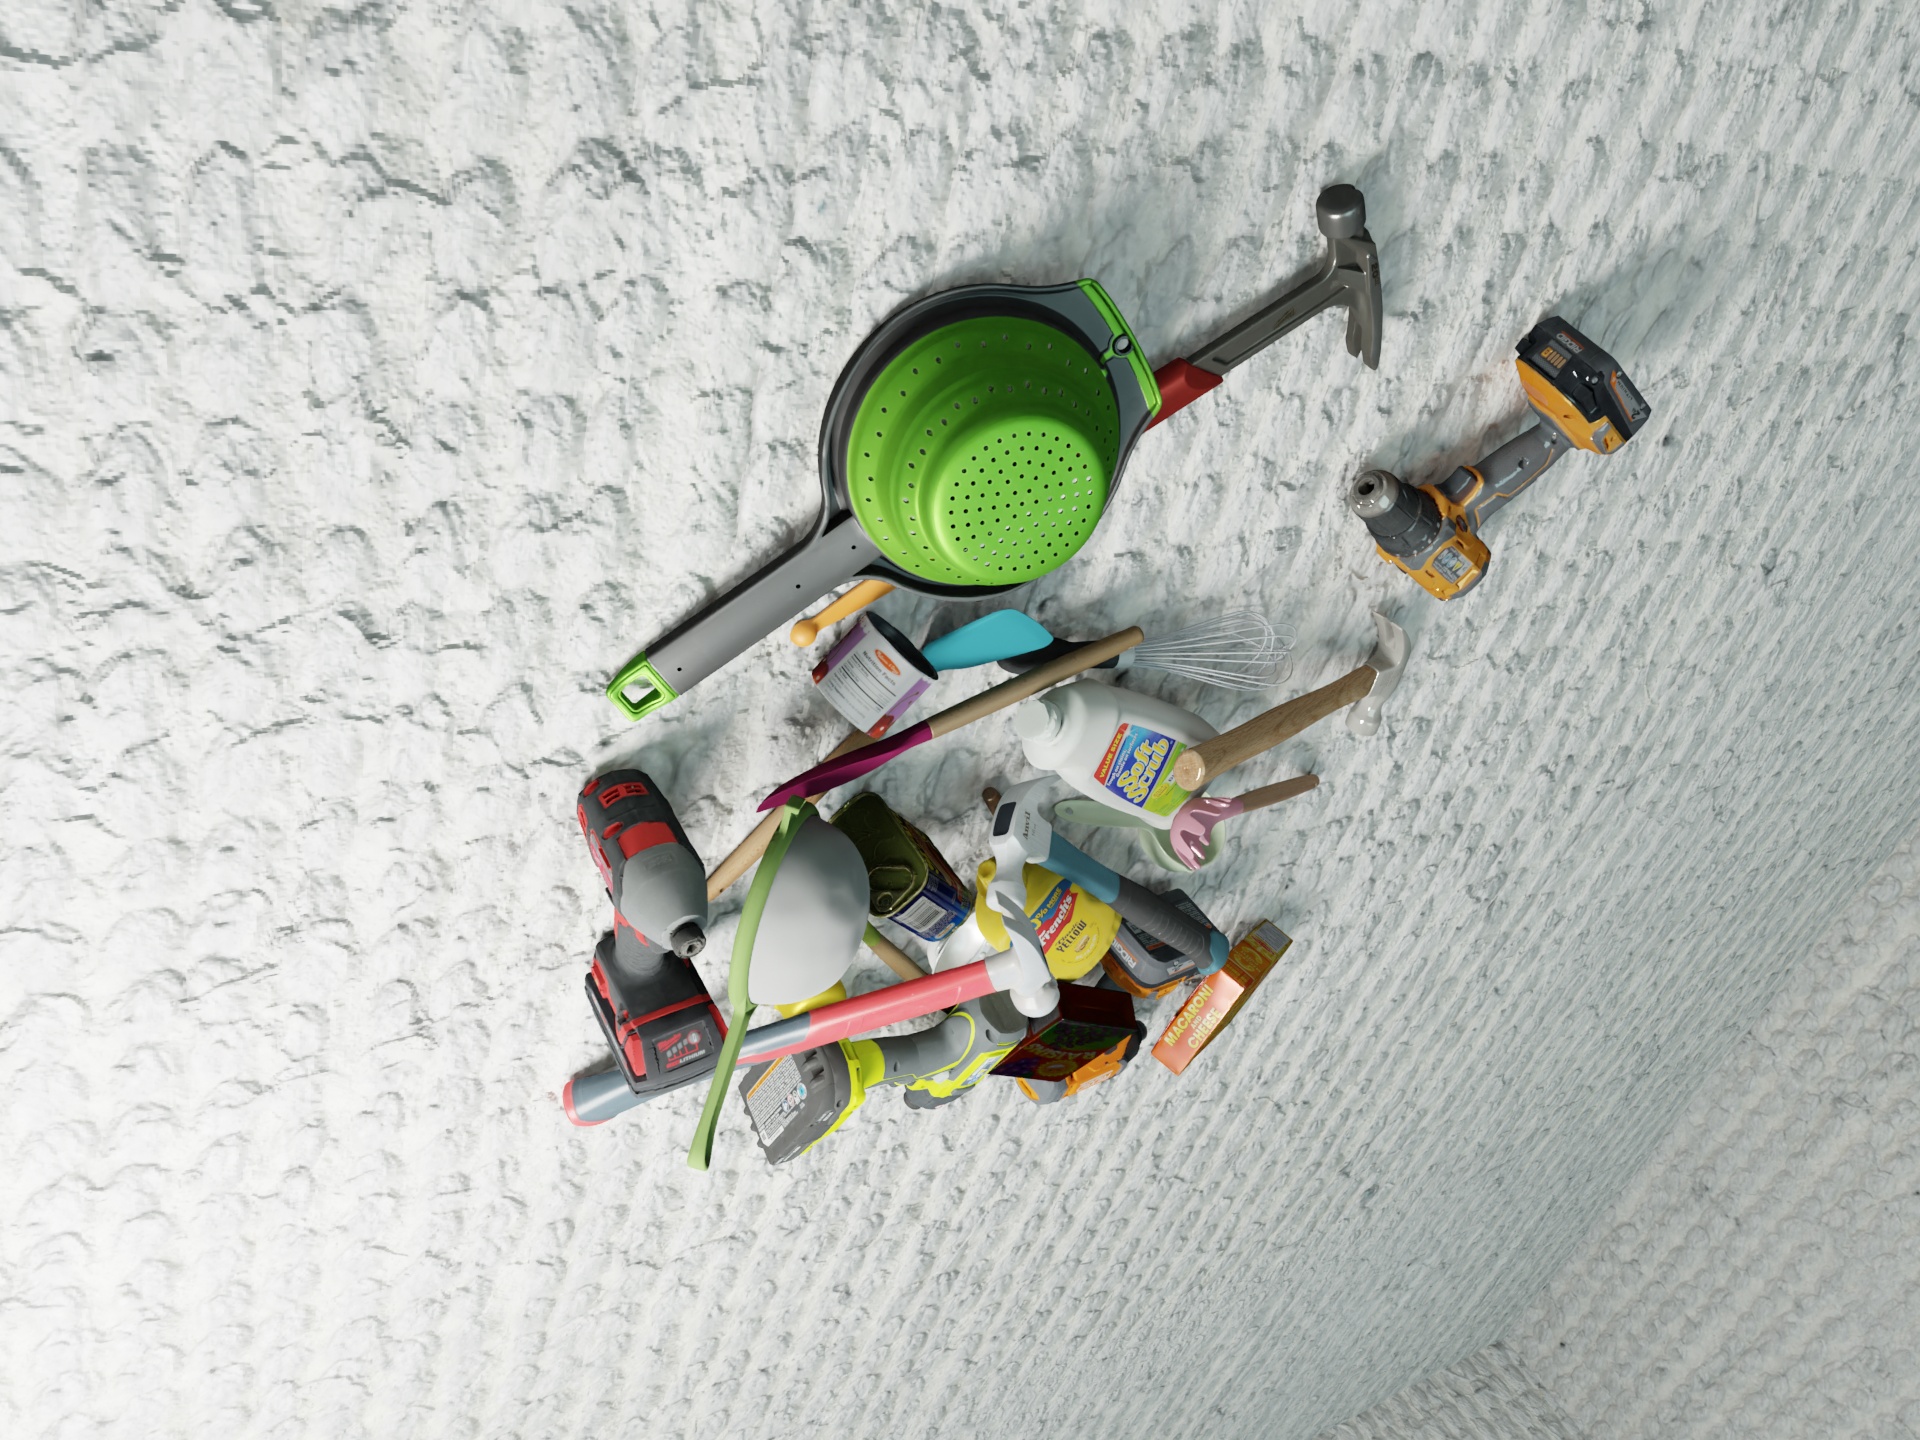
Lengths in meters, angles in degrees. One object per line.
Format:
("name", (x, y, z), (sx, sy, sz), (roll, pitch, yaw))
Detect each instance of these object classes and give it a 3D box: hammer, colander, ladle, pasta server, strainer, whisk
("hammer", (-0.123, 0.229, 1.203), (0.386, 0.038, 0.143), (-18, 141, 4))
("colander", (-0.044, -0.103, 0.961), (0.397, 0.095, 0.204), (-35, 125, 4))
("ladle", (-0.061, 0.200, 1.311), (0.078, 0.062, 0.319), (-16, 147, 14))
("hammer", (0.131, 0.145, 1.321), (0.033, 0.128, 0.330), (-13, 147, 36))
("pasta server", (0.257, 0.075, 1.384), (0.316, 0.040, 0.060), (-9, 125, -57))
("strainer", (0.033, 0.204, 1.401), (0.087, 0.050, 0.258), (-58, 145, 4))
("hammer", (0.134, -0.211, 1.074), (0.359, 0.037, 0.149), (-34, 141, -7))
("strainer", (-0.116, 0.184, 1.081), (0.151, 0.069, 0.256), (79, 27, -74))
("hammer", (0.286, -0.007, 1.339), (0.331, 0.031, 0.130), (-21, 137, -44))
("whisk", (0.149, -0.053, 1.231), (0.284, 0.070, 0.070), (-3, 130, -31))

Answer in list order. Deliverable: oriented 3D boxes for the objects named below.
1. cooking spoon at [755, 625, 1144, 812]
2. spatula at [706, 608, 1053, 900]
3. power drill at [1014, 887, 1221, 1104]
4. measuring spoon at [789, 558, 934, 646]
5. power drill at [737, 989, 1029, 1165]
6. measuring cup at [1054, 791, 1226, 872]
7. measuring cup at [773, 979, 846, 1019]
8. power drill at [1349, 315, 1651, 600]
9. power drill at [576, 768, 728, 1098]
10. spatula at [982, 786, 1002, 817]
("cooking spoon", (-0.002, -0.004, 1.123), (0.319, 0.017, 0.068), (-24, 171, -21))
("spatula", (-0.071, 0.027, 1.139), (0.317, 0.044, 0.082), (-44, 153, 9))
("power drill", (0.159, 0.267, 1.527), (0.164, 0.084, 0.226), (-10, 139, -44))
("measuring spoon", (-0.062, -0.082, 1.064), (0.117, 0.011, 0.021), (-32, 141, -8))
("power drill", (-0.068, 0.304, 1.361), (0.223, 0.080, 0.171), (-4, 145, -40))
("measuring cup", (0.150, 0.090, 1.377), (0.167, 0.083, 0.038), (8, 161, -21))
("measuring cup", (-0.114, 0.264, 1.350), (0.062, 0.029, 0.156), (-27, 140, -13))
("power drill", (0.422, -0.211, 1.273), (0.226, 0.084, 0.185), (-47, 140, 17))
("power drill", (-0.206, 0.151, 1.077), (0.078, 0.143, 0.219), (-19, 140, -24))
("spatula", (0.076, 0.136, 1.385), (0.060, 0.018, 0.315), (-38, 143, -3))
